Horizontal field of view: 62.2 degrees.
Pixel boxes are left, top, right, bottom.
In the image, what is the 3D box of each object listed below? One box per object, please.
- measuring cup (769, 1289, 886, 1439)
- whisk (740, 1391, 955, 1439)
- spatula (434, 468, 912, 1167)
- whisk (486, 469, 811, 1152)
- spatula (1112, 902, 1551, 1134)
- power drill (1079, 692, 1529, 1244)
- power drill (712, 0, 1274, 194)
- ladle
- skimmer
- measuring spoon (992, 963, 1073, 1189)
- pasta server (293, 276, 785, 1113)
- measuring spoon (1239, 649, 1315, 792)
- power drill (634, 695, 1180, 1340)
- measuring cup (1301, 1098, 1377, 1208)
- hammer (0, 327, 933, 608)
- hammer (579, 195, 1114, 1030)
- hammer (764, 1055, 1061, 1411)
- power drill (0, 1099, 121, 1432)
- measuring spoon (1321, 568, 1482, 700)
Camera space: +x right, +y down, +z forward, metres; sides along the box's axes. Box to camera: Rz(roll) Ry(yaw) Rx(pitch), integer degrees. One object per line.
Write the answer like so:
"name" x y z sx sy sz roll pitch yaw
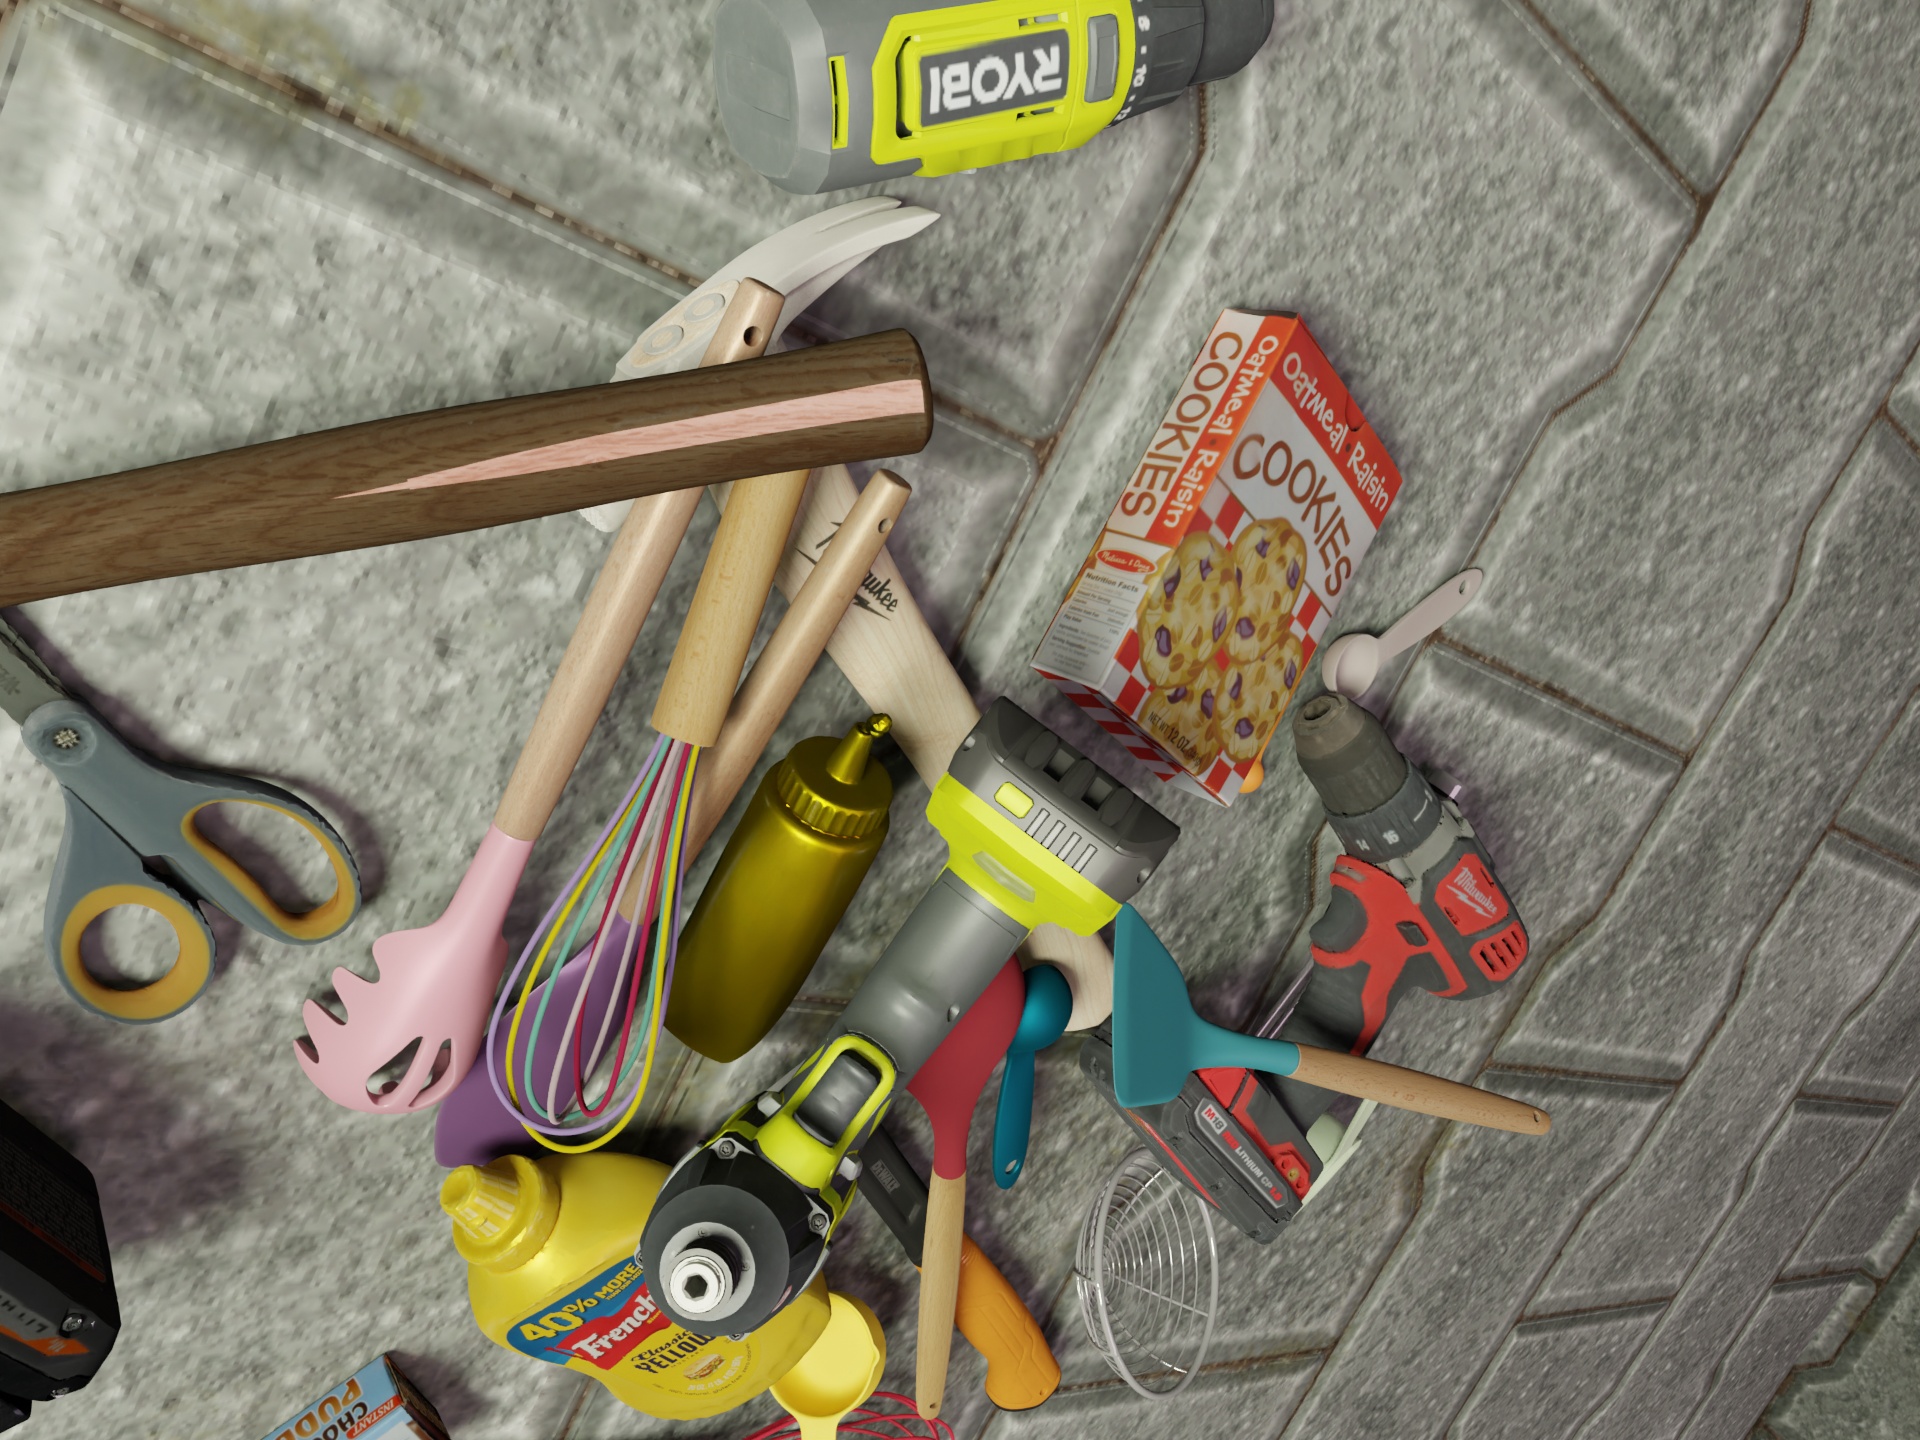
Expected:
"measuring cup" -0.060 0.346 0.739 0.029 0.062 0.157 34 51 -68
"whisk" -0.117 0.358 0.748 0.295 0.073 0.073 17 105 -38
"spatula" -0.103 0.047 0.550 0.059 0.018 0.316 11 120 -47
"whisk" -0.091 0.026 0.503 0.051 0.047 0.245 13 101 -42
"spatula" 0.175 0.159 0.723 0.317 0.044 0.082 19 62 -31
"power drill" 0.166 0.116 0.777 0.227 0.080 0.187 -44 116 -12
"power drill" 0.020 -0.274 0.444 0.190 0.080 0.228 -22 131 -28
"ladle" -0.008 0.219 0.720 0.069 0.031 0.315 -13 127 -24
"skimmer" 0.182 0.192 0.860 0.127 0.090 0.363 35 92 -43
"measuring spoon" 0.032 0.168 0.720 0.042 0.021 0.128 -16 124 -34
"pasta server" -0.130 0.007 0.496 0.060 0.040 0.316 14 113 -39
"measuring spoon" 0.159 -0.016 0.767 0.021 0.011 0.117 6 112 -42
"power drill" -0.022 0.105 0.549 0.223 0.080 0.171 -53 175 -2
"measuring cup" 0.206 0.235 0.915 0.083 0.038 0.167 -31 150 -32
"hammer" -0.166 -0.059 0.402 0.331 0.031 0.130 -14 124 -15
"hammer" -0.001 -0.002 0.627 0.146 0.038 0.410 -42 136 -12
"hammer" -0.003 0.258 0.791 0.127 0.034 0.336 -37 134 -14
"power drill" -0.356 0.196 0.430 0.226 0.084 0.164 -33 133 -13
"measuring spoon" 0.221 -0.048 0.800 0.124 0.018 0.034 -32 127 -29
